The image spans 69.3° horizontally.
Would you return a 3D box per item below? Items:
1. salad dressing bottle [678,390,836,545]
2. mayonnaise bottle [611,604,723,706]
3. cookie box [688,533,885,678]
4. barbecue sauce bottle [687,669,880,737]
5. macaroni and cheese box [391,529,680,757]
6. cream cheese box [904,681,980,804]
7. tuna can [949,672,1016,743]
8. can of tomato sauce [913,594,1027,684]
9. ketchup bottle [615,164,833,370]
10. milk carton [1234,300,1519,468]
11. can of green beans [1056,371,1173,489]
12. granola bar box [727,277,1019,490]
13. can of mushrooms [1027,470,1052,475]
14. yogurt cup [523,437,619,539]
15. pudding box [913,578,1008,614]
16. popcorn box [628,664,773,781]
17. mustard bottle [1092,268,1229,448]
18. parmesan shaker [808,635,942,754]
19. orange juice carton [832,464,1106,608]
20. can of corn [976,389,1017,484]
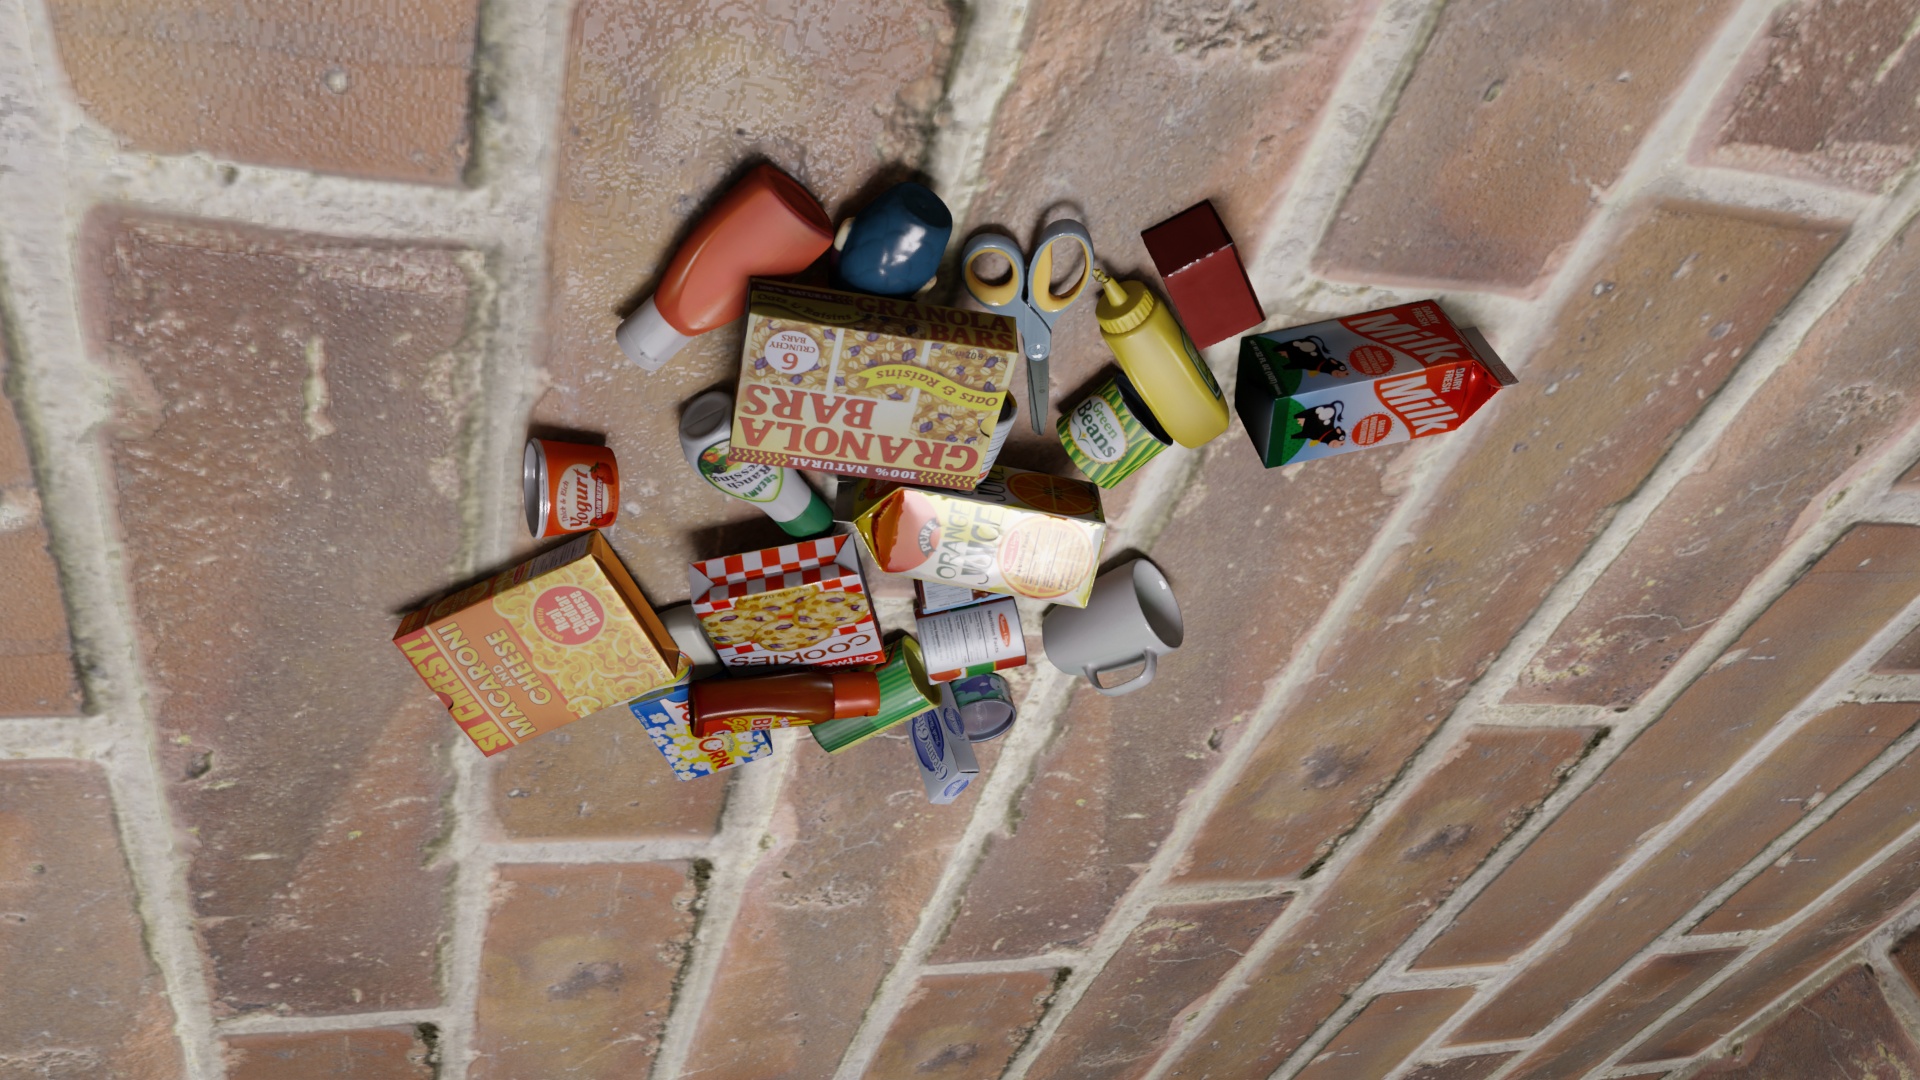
[{"bbox_3d":[-0.139,-0.046,0.982,0.064,0.044,0.147,-27,140,12],"label":"salad dressing bottle"},{"bbox_3d":[-0.267,0.101,1.103,0.148,0.041,0.064,-20,132,4],"label":"mayonnaise bottle"},{"bbox_3d":[-0.129,0.058,1.074,0.123,0.040,0.166,-11,152,-1],"label":"cookie box"},{"bbox_3d":[-0.140,0.128,1.106,0.149,0.044,0.064,-3,162,-16],"label":"barbecue sauce bottle"},{"bbox_3d":[-0.315,0.080,1.039,0.166,0.040,0.123,-23,118,7],"label":"macaroni and cheese box"},{"bbox_3d":[-0.019,0.173,1.217,0.024,0.104,0.053,8,135,-34],"label":"cream cheese box"},{"bbox_3d":[0.013,0.152,1.258,0.071,0.033,0.070,-9,138,-8],"label":"tuna can"},{"bbox_3d":[0.008,0.080,1.153,0.083,0.071,0.070,-12,139,-4],"label":"can of tomato sauce"},{"bbox_3d":[-0.150,-0.161,0.853,0.148,0.044,0.064,-36,134,21],"label":"ketchup bottle"},{"bbox_3d":[0.307,-0.119,1.026,0.191,0.073,0.073,-12,138,-5],"label":"milk carton"},{"bbox_3d":[0.112,-0.079,1.011,0.057,0.071,0.071,-37,135,23],"label":"can of green beans"},{"bbox_3d":[-0.058,-0.094,0.876,0.166,0.039,0.123,7,137,-11],"label":"granola bar box"},{"bbox_3d":[0.049,-0.019,1.082,0.071,0.033,0.070,-10,139,-9],"label":"can of mushrooms"},{"bbox_3d":[-0.263,-0.036,0.940,0.054,0.073,0.072,-3,138,-27],"label":"yogurt cup"},{"bbox_3d":[0.004,0.027,1.120,0.084,0.030,0.049,-13,138,-5],"label":"pudding box"},{"bbox_3d":[-0.218,0.148,1.174,0.085,0.038,0.126,-16,139,1],"label":"popcorn box"},{"bbox_3d":[0.134,-0.132,0.964,0.048,0.065,0.160,-29,130,18],"label":"mustard bottle"},{"bbox_3d":[-0.077,0.132,1.179,0.103,0.071,0.071,-27,138,12],"label":"parmesan shaker"},{"bbox_3d":[0.004,-0.013,1.012,0.193,0.072,0.072,10,116,-5],"label":"orange juice carton"},{"bbox_3d":[-0.002,-0.082,0.974,0.071,0.071,0.058,6,133,-24],"label":"can of corn"}]
